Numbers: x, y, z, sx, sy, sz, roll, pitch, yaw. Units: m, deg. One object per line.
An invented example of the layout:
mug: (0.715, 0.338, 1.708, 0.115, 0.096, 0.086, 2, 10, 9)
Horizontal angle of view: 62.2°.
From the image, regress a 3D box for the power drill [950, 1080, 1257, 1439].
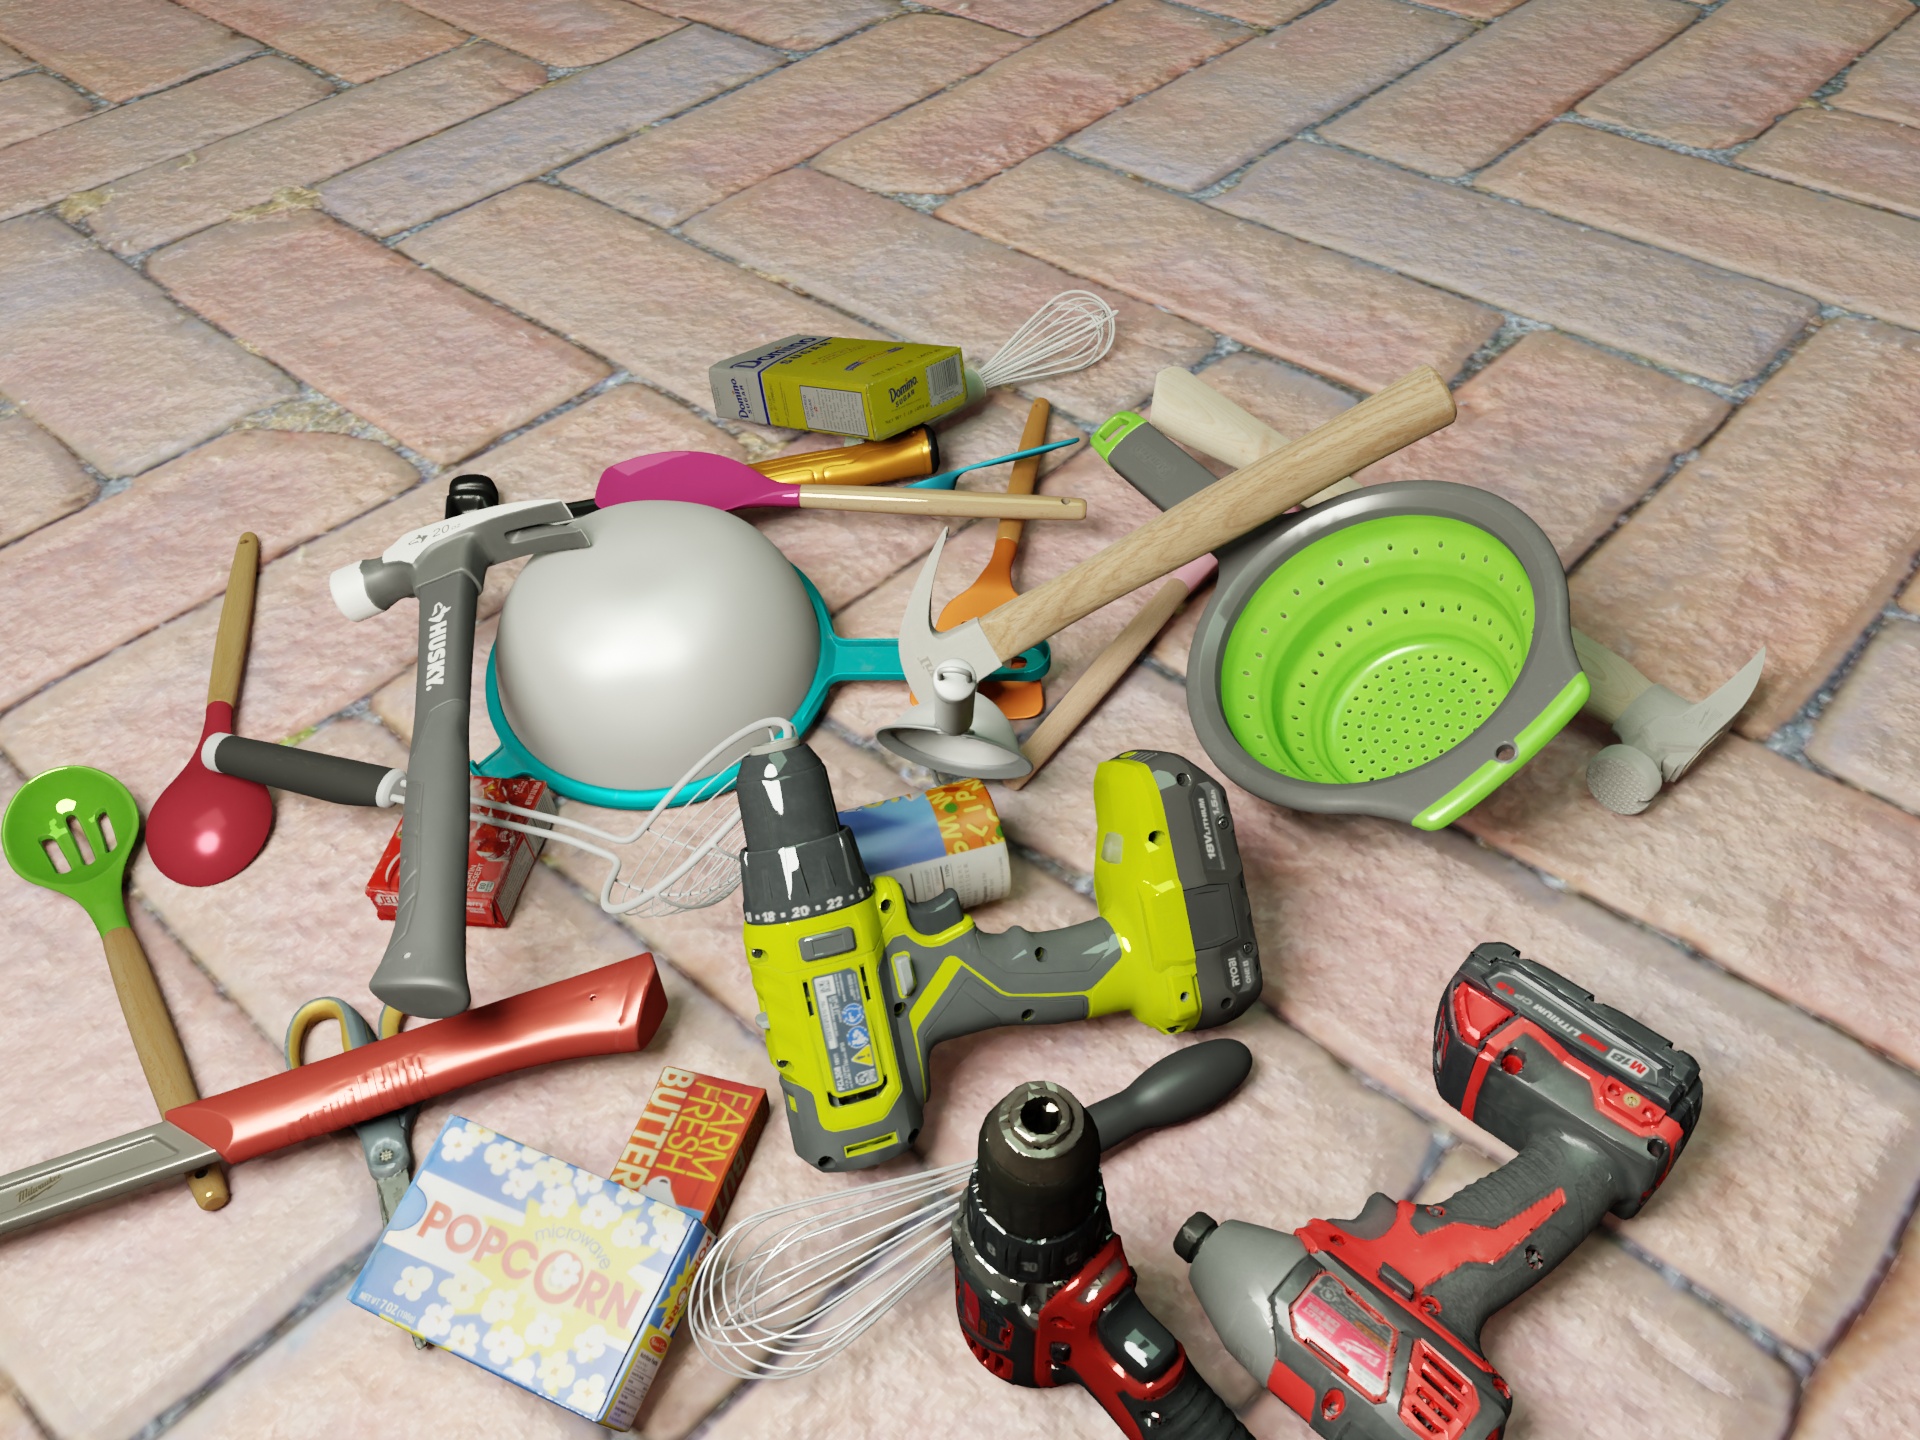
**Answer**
power drill: (0.083, 0.238, 0.568, 0.080, 0.187, 0.227, -35, 57, -27)

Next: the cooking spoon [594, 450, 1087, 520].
cooking spoon: (-0.078, -0.144, 1.030, 0.319, 0.017, 0.069, 3, 50, 3)

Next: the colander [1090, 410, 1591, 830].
colander: (0.198, -0.067, 0.917, 0.204, 0.094, 0.398, -42, 44, 4)

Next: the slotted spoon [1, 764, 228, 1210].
slotted spoon: (-0.431, 0.131, 0.822, 0.070, 0.031, 0.314, -28, 51, -21)

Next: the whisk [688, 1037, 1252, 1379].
whisk: (0.013, 0.202, 0.701, 0.284, 0.070, 0.070, -21, 47, -23)

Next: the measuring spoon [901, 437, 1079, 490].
measuring spoon: (0.020, -0.165, 1.073, 0.128, 0.021, 0.042, -14, 10, 12)

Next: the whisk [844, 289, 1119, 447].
whisk: (0.018, -0.250, 1.166, 0.246, 0.057, 0.059, -32, 16, -21)

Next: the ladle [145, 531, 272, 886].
ladle: (-0.452, -0.023, 0.981, 0.069, 0.031, 0.316, -11, 43, -8)

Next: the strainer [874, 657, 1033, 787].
strainer: (-0.001, -0.002, 0.778, 0.087, 0.258, 0.050, 12, 82, 1)

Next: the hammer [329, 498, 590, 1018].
hammer: (-0.255, 0.007, 0.797, 0.146, 0.035, 0.335, -21, 45, 5)

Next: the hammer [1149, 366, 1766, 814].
hammer: (0.281, -0.109, 0.973, 0.146, 0.038, 0.411, -33, 59, -28)

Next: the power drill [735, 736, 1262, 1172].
power drill: (0.011, 0.086, 0.738, 0.228, 0.190, 0.080, -12, 4, -15)

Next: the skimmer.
skimmer: (-0.252, 0.025, 0.824, 0.363, 0.090, 0.127, 10, 44, 17)

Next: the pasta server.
pasta server: (0.121, -0.060, 0.981, 0.060, 0.040, 0.316, 26, 56, 26)

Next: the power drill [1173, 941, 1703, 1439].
power drill: (0.201, 0.204, 0.673, 0.143, 0.078, 0.220, 32, 58, 32)

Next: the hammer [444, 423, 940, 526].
hammer: (-0.179, -0.149, 1.074, 0.337, 0.034, 0.127, -12, 44, -5)

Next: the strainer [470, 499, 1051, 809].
strainer: (-0.118, -0.058, 0.921, 0.340, 0.095, 0.211, 1, 54, 5)

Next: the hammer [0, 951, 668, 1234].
hammer: (-0.315, 0.173, 0.738, 0.359, 0.036, 0.149, -18, 50, -12)

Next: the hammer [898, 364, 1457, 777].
hammer: (0.115, -0.101, 0.874, 0.331, 0.130, 0.031, -29, 11, 6)

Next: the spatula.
spatula: (0.033, -0.121, 1.050, 0.081, 0.041, 0.323, 4, 41, 9)
